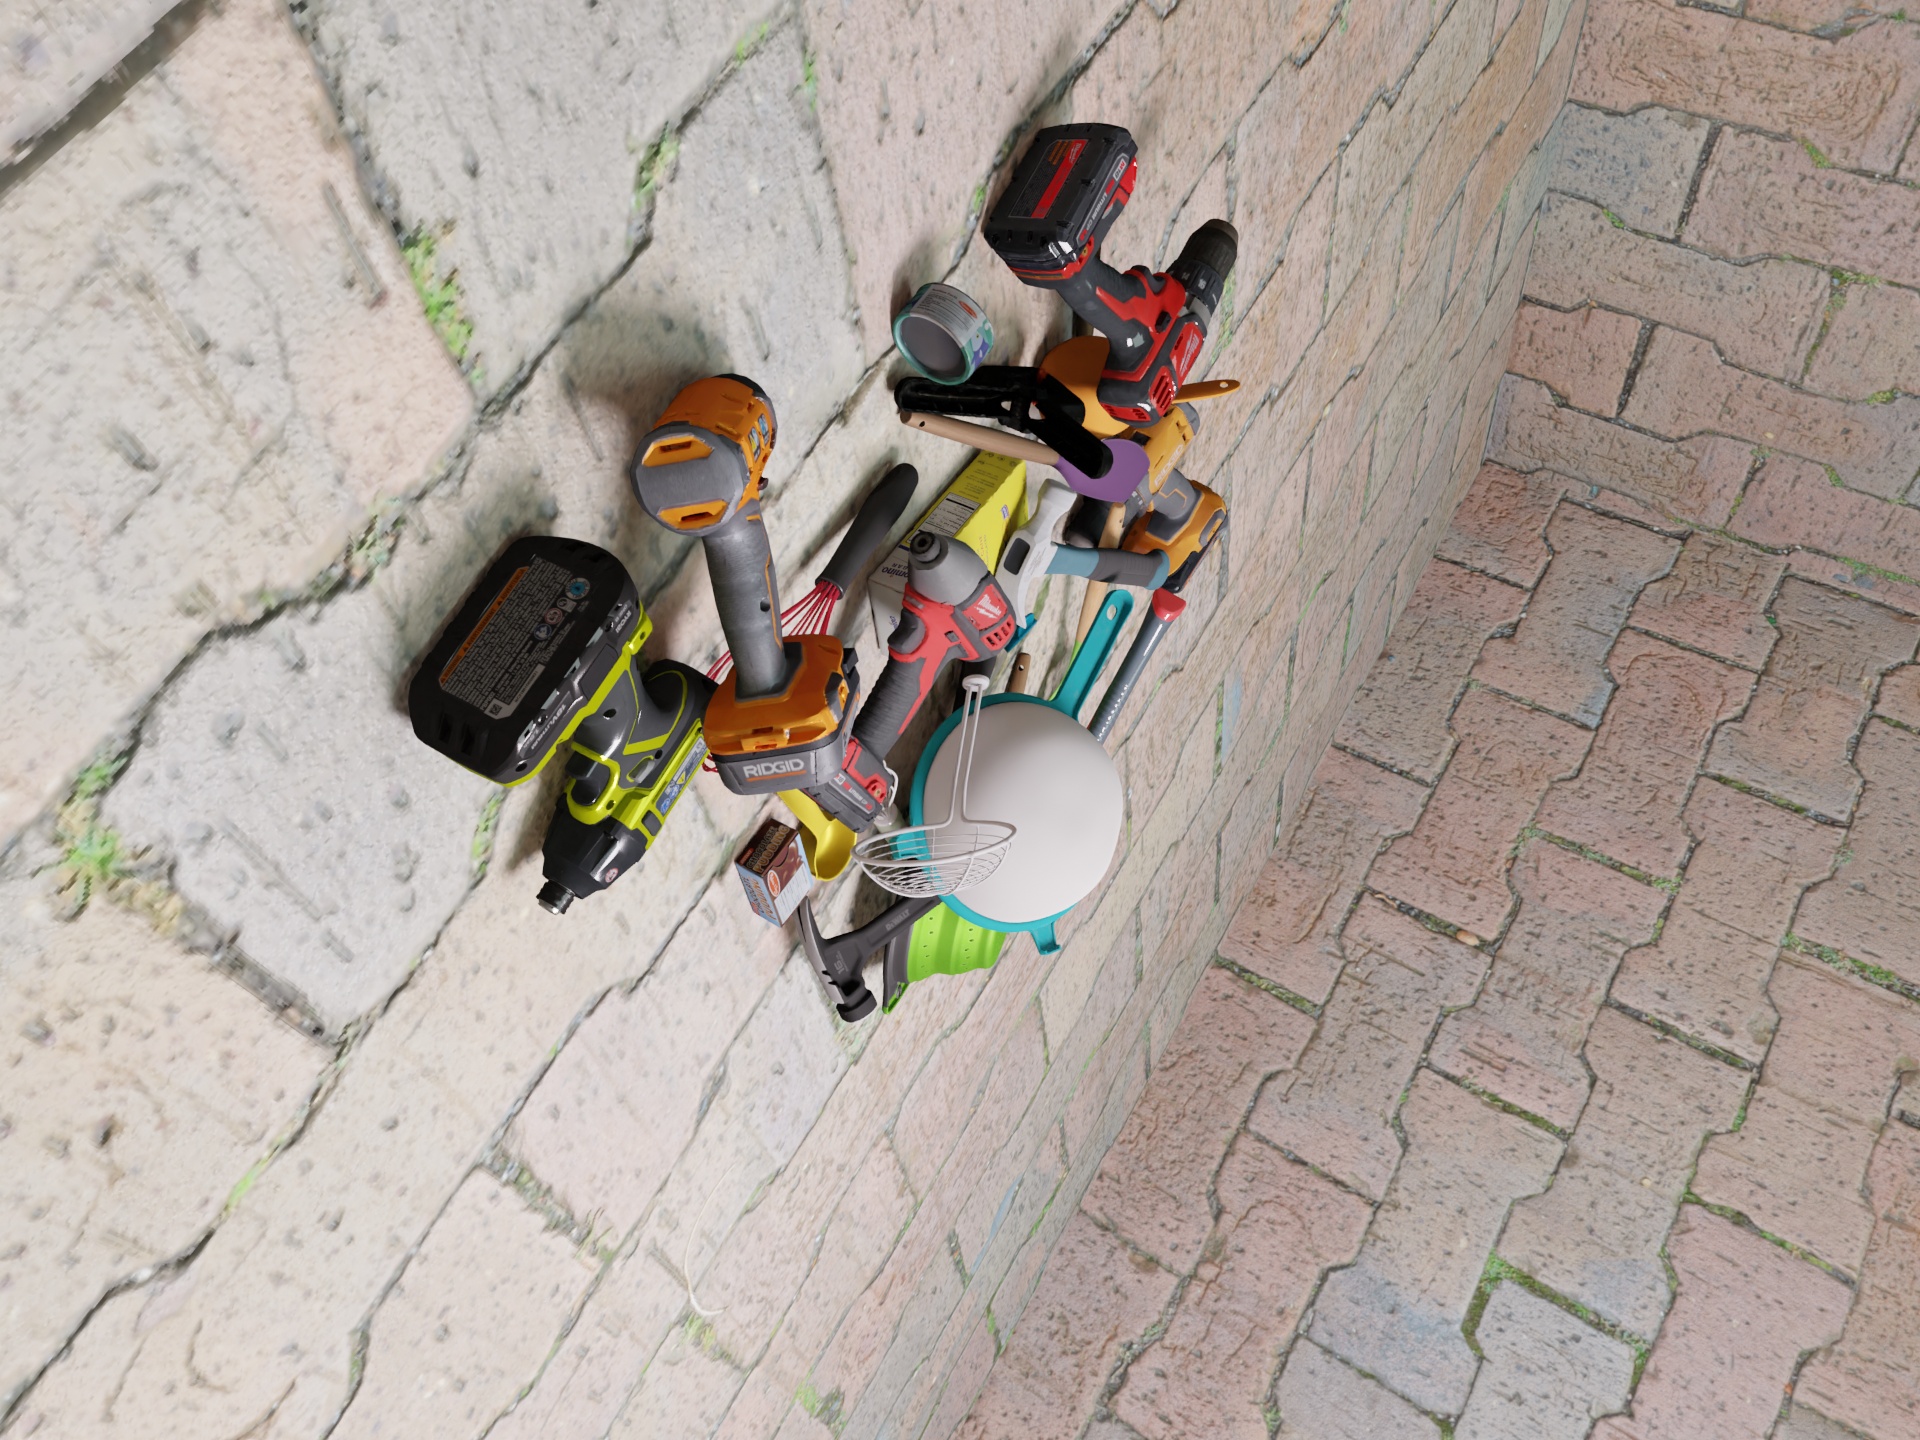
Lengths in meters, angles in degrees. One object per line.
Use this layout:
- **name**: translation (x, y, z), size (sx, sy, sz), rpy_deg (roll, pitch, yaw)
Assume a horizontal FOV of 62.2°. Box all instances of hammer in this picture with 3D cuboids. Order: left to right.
- **hammer**: translation (0.003, 0.121, 1.403), size (0.337, 0.034, 0.127), rpy_deg (-34, 111, -27)
- **hammer**: translation (0.132, 0.035, 1.700), size (0.386, 0.038, 0.143), rpy_deg (-62, -178, 6)
- **hammer**: translation (0.122, -0.144, 1.450), size (0.128, 0.033, 0.331), rpy_deg (-60, 158, 16)

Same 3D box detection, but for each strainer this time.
- **strainer**: translation (0.096, 0.024, 1.387), size (0.210, 0.095, 0.340), rpy_deg (36, 70, -25)

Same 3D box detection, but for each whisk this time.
- **whisk**: translation (-0.102, -0.079, 1.118), size (0.296, 0.073, 0.073), rpy_deg (-60, 159, -30)
- **whisk**: translation (-0.067, 0.078, 1.383), size (0.246, 0.059, 0.058), rpy_deg (66, 24, -68)

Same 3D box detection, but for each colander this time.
- **colander**: translation (0.018, 0.094, 1.486), size (0.204, 0.094, 0.397), rpy_deg (-45, 149, -72)

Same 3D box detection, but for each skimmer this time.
- **skimmer**: translation (-0.002, -0.004, 1.293), size (0.090, 0.127, 0.364), rpy_deg (67, 25, -45)

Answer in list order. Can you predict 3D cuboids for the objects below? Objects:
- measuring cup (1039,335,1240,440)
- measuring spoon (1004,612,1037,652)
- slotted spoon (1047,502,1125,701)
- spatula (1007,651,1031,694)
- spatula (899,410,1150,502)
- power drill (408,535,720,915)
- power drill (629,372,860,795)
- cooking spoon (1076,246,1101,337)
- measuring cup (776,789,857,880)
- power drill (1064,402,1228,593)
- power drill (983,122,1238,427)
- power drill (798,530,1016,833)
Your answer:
- **measuring cup**: translation (0.151, -0.291, 1.348), size (0.052, 0.173, 0.095), rpy_deg (78, 7, -51)
- **measuring spoon**: translation (0.052, -0.090, 1.472), size (0.042, 0.021, 0.128), rpy_deg (-47, 176, -4)
- **slotted spoon**: translation (0.127, -0.100, 1.607), size (0.070, 0.031, 0.313), rpy_deg (-34, 152, -32)
- **spatula**: translation (0.028, 0.085, 1.608), size (0.044, 0.082, 0.317), rpy_deg (-41, 145, -73)
- **spatula**: translation (0.060, -0.219, 1.285), size (0.315, 0.018, 0.059), rpy_deg (3, 128, -50)
- **power drill**: translation (-0.218, 0.010, 0.915), size (0.171, 0.080, 0.223), rpy_deg (-59, 161, -19)
- **power drill**: translation (-0.122, -0.089, 0.936), size (0.164, 0.084, 0.226), rpy_deg (-82, 162, -62)
- **cooking spoon**: translation (0.109, -0.354, 1.375), size (0.069, 0.017, 0.318), rpy_deg (-49, 154, -34)
- **measuring cup**: translation (-0.128, 0.074, 1.274), size (0.062, 0.029, 0.156), rpy_deg (-59, 146, -22)
- **power drill**: translation (0.190, -0.211, 1.637), size (0.185, 0.084, 0.226), rpy_deg (-55, 153, -7)
- **power drill**: translation (0.133, -0.362, 1.239), size (0.226, 0.080, 0.188), rpy_deg (41, 74, -47)
- **power drill**: translation (-0.053, -0.037, 1.185), size (0.220, 0.079, 0.143), rpy_deg (-52, 150, -8)
